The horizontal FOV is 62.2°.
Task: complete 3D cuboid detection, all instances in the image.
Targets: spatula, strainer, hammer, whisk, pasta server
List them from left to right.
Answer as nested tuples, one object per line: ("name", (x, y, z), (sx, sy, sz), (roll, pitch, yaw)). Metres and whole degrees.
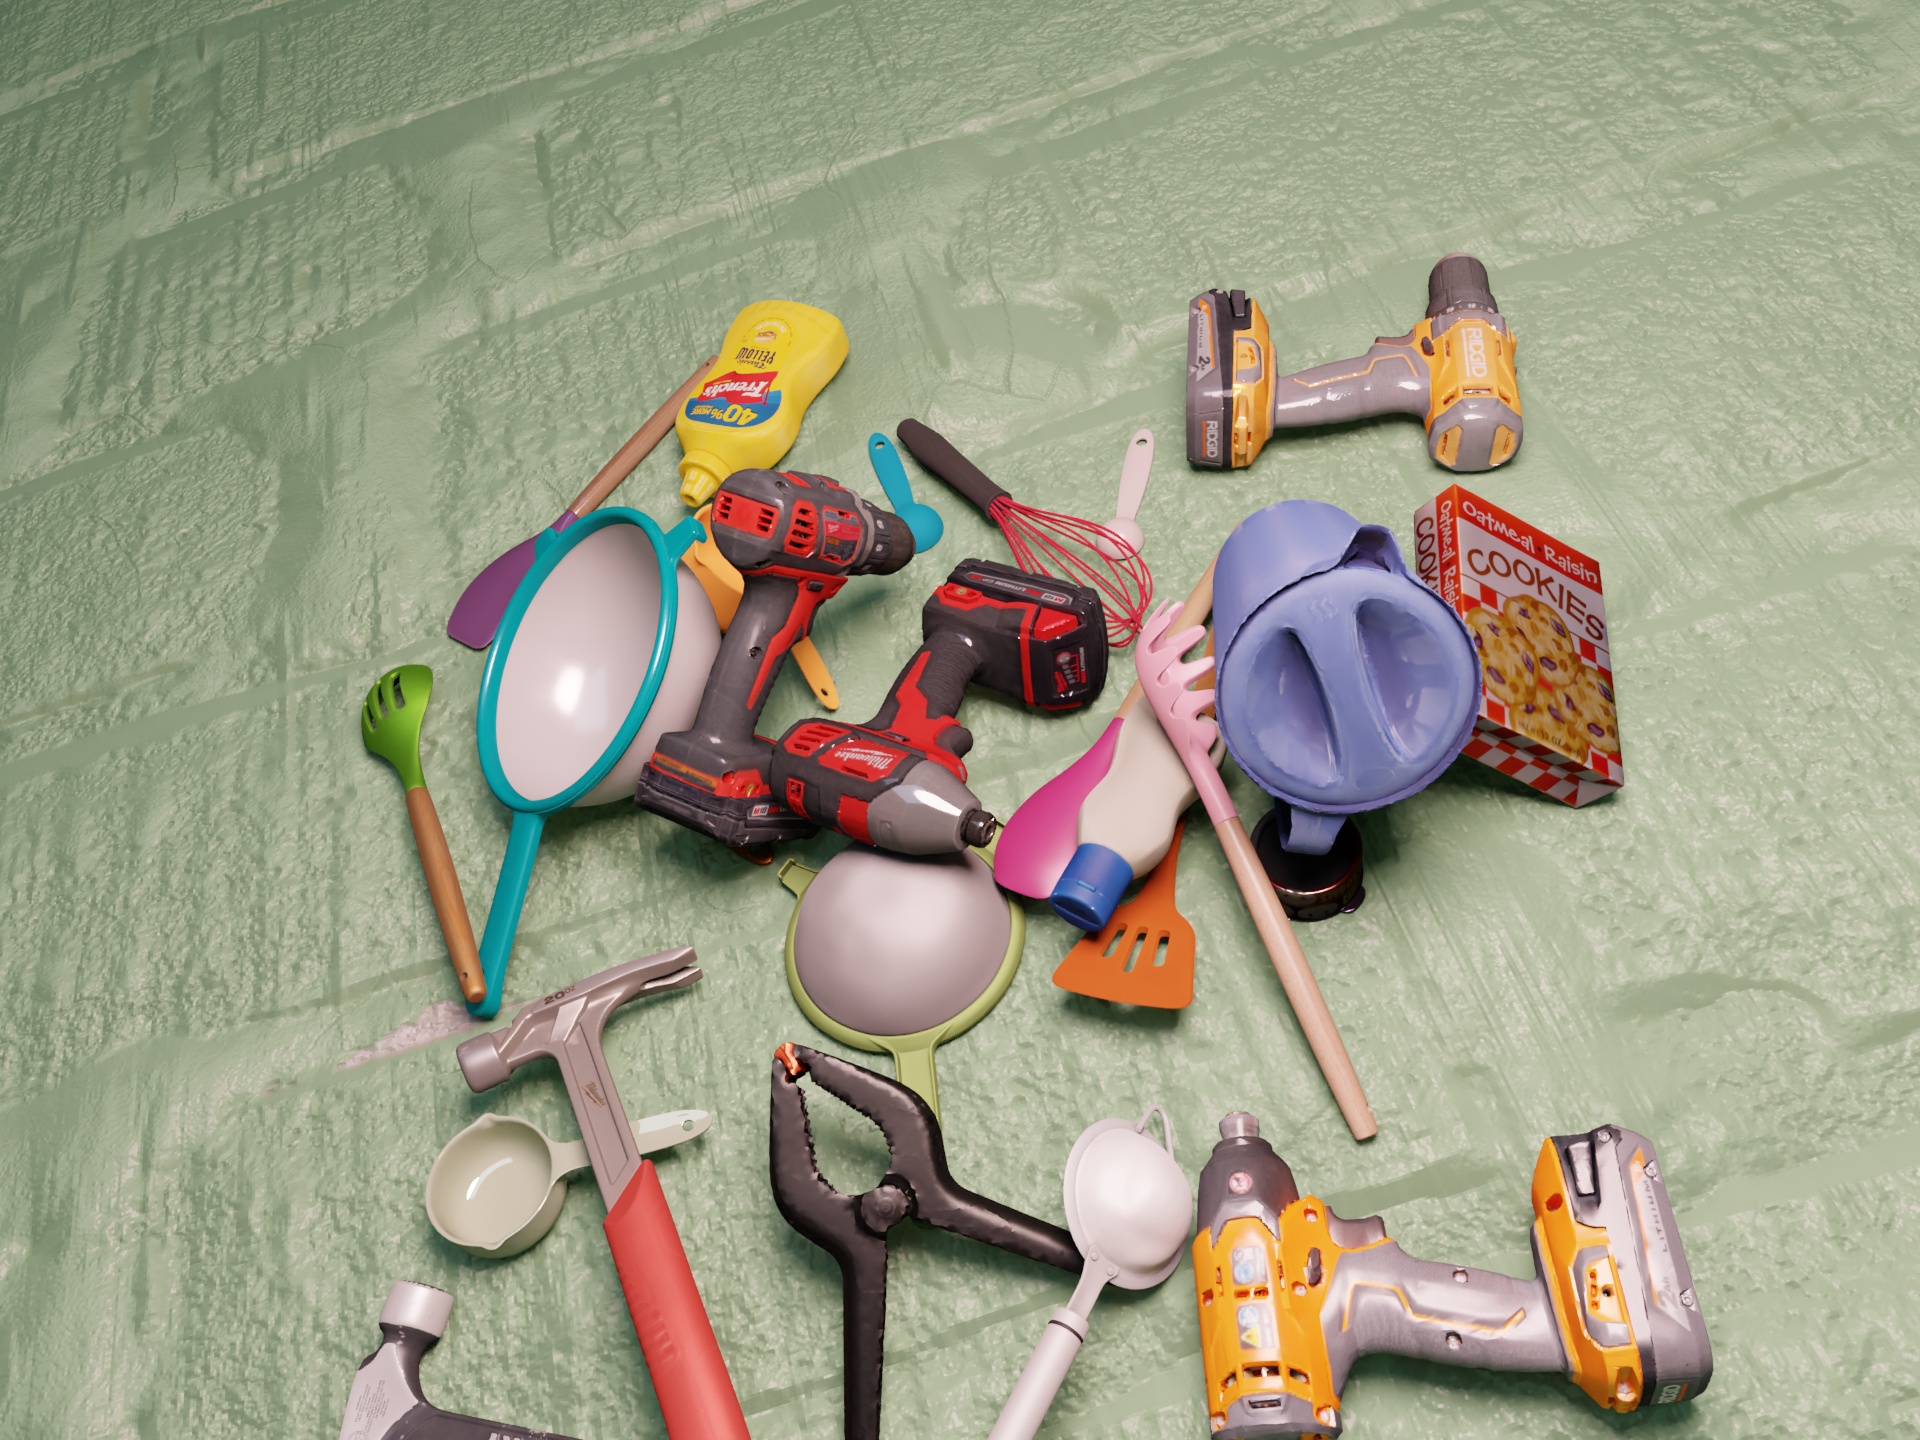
("spatula", (-0.288, -0.179, 1.248), (0.060, 0.018, 0.316), (26, 66, 29))
("strainer", (-0.240, 0.032, 1.051), (0.211, 0.095, 0.340), (3, 77, 45))
("hammer", (-0.156, 0.276, 0.838), (0.149, 0.036, 0.359), (-22, 46, -13))
("hammer", (-0.142, 0.387, 0.793), (0.409, 0.036, 0.149), (2, 58, 20))
("strainer", (-0.035, 0.159, 0.919), (0.151, 0.069, 0.257), (-12, 53, 6))
("whisk", (0.038, -0.142, 1.118), (0.073, 0.073, 0.296), (-36, 50, -11))
("strainer", (0.059, 0.292, 0.782), (0.087, 0.050, 0.258), (45, 55, -12))
("spatula", (0.136, 0.036, 0.980), (0.081, 0.041, 0.323), (7, 57, 19))
("pasta server", (0.166, 0.078, 0.890), (0.040, 0.060, 0.316), (-30, 71, 25))

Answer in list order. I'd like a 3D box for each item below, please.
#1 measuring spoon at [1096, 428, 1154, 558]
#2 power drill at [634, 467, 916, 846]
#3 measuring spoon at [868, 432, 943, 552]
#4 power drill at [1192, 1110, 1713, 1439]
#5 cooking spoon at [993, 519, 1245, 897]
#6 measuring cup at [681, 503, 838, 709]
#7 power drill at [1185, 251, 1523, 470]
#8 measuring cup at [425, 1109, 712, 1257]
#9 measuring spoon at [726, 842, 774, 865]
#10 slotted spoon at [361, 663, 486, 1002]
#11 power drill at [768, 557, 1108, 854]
("measuring spoon", (0.121, -0.167, 1.137), (0.034, 0.018, 0.124), (4, 57, 17))
("power drill", (-0.106, -0.042, 1.007), (0.080, 0.187, 0.226), (20, 98, 25))
("measuring spoon", (-0.048, -0.176, 1.183), (0.042, 0.021, 0.129), (-21, 55, -1))
("power drill", (0.226, 0.261, 0.779), (0.226, 0.084, 0.164), (-10, 54, 12))
("cooking spoon", (0.115, -0.016, 1.009), (0.069, 0.017, 0.319), (17, 58, 31))
("measuring cup", (-0.142, -0.069, 1.113), (0.052, 0.095, 0.174), (-41, 74, 36))
("power drill", (0.276, -0.260, 1.128), (0.226, 0.084, 0.185), (1, 56, 10))
("measuring cup", (-0.221, 0.259, 0.919), (0.167, 0.038, 0.083), (-15, 52, -3))
("measuring spoon", (-0.164, 0.062, 1.054), (0.117, 0.011, 0.021), (34, 70, 31))
("slotted spoon", (-0.360, 0.066, 1.072), (0.070, 0.031, 0.314), (-40, 50, 9))
("power drill", (-0.002, -0.003, 0.980), (0.143, 0.078, 0.220), (18, 46, 28))
